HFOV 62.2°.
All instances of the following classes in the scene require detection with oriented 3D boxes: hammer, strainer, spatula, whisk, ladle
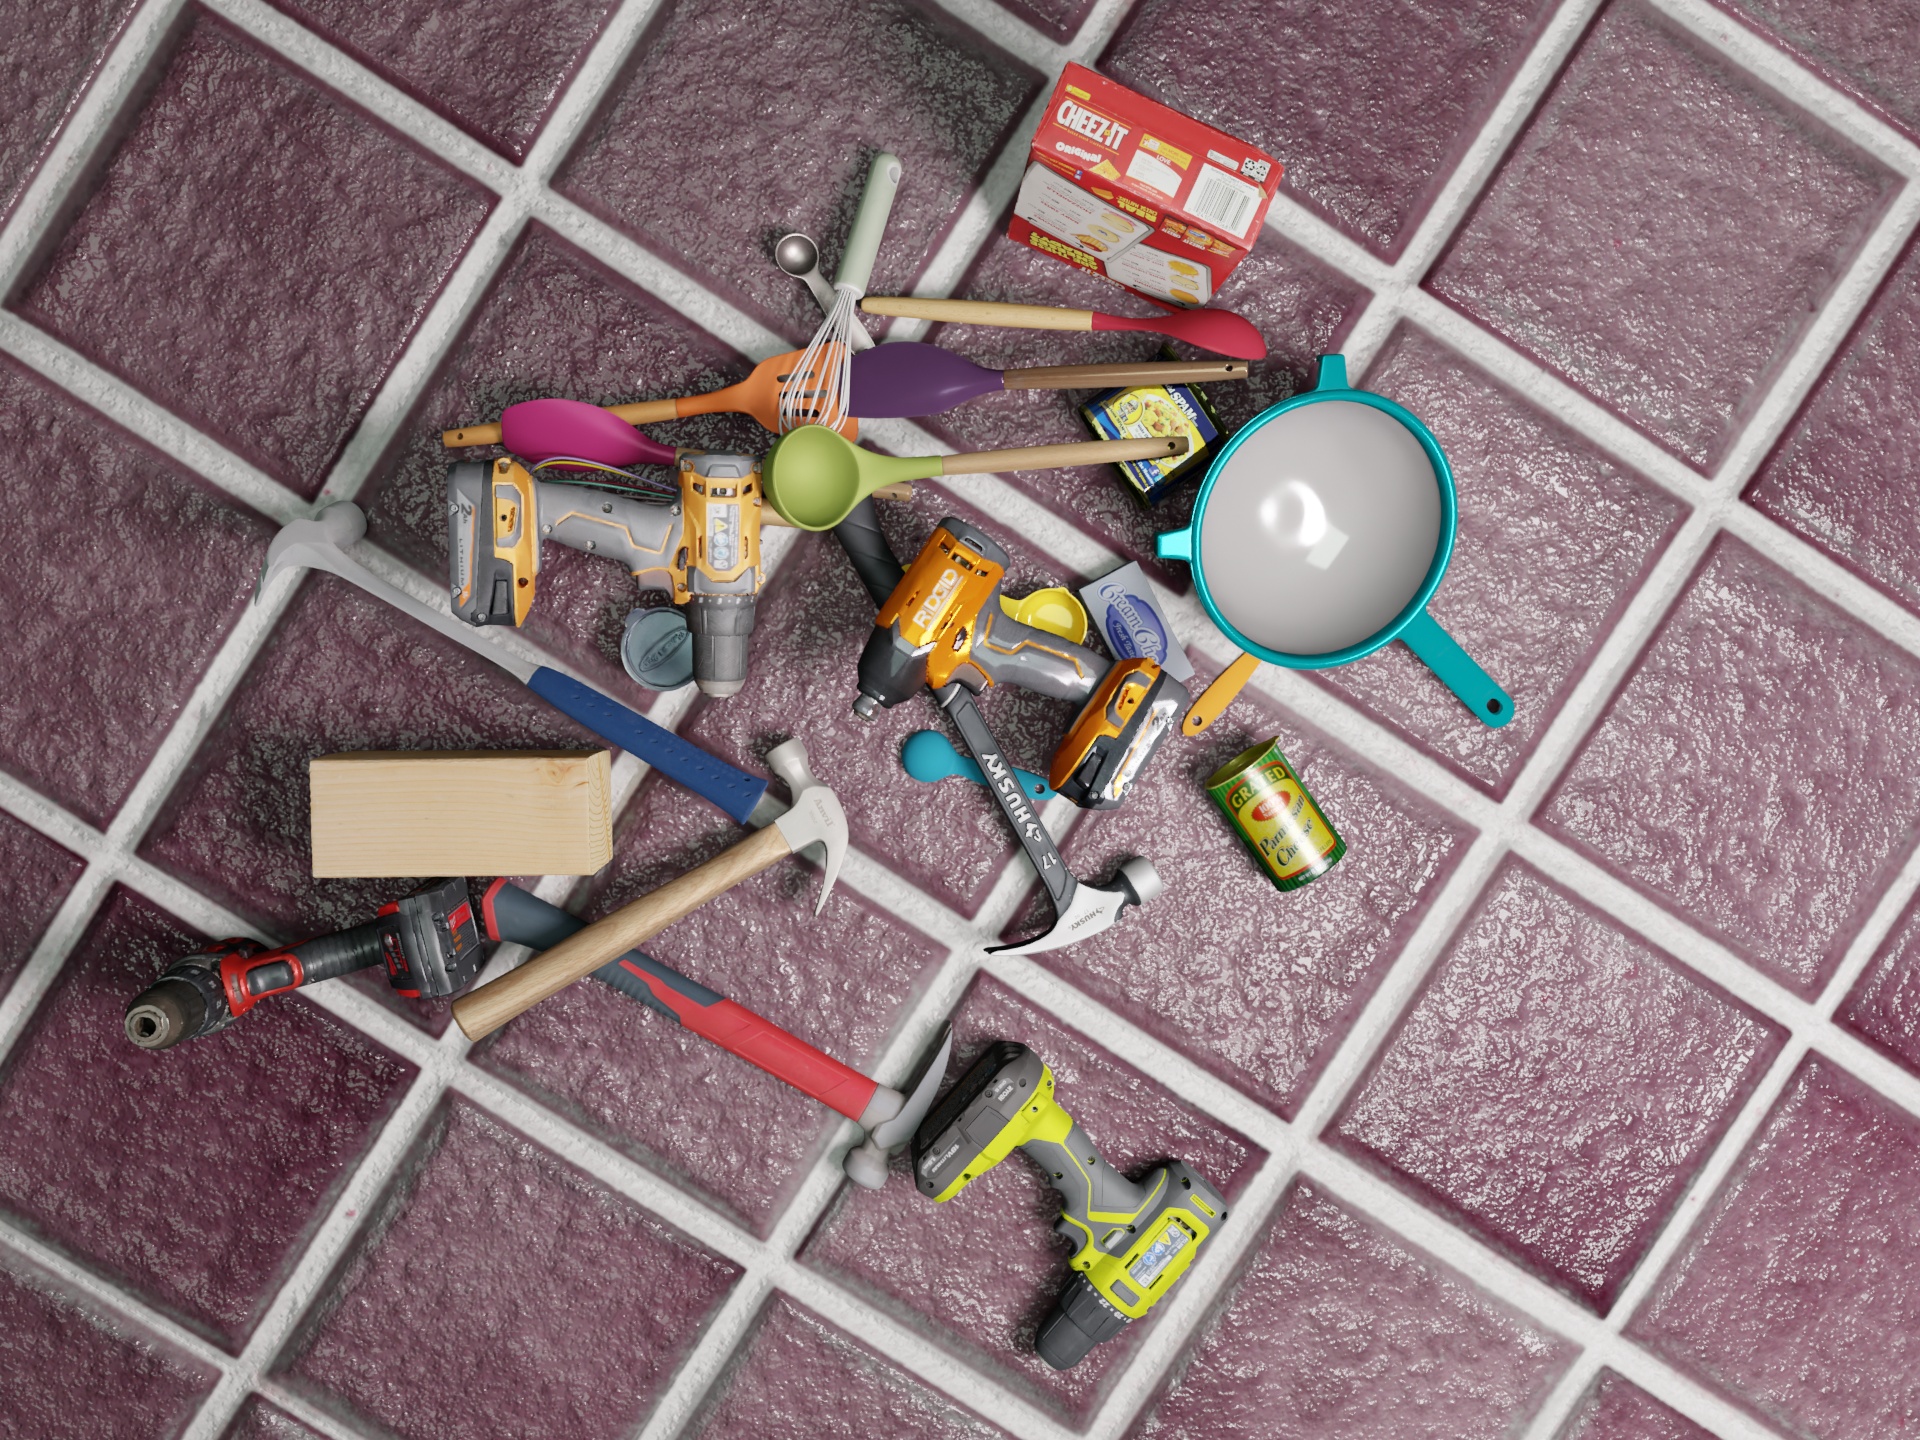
[{"bbox_3d":[-0.196,0.217,1.259,0.386,0.038,0.143,30,91,-3],"label":"hammer"},{"bbox_3d":[0.307,-0.114,1.237,0.340,0.095,0.211,40,96,-22],"label":"strainer"},{"bbox_3d":[0.059,-0.263,1.212,0.316,0.018,0.060,1,90,12],"label":"spatula"},{"bbox_3d":[-0.218,-0.165,1.238,0.245,0.051,0.047,5,59,-6],"label":"whisk"},{"bbox_3d":[-0.243,-0.239,1.243,0.322,0.041,0.081,-7,93,3],"label":"spatula"},{"bbox_3d":[-0.089,-0.322,1.220,0.059,0.057,0.246,11,81,32],"label":"whisk"},{"bbox_3d":[0.076,-0.306,1.213,0.315,0.069,0.031,8,118,12],"label":"ladle"},{"bbox_3d":[0.013,-0.191,1.181,0.320,0.062,0.078,-5,102,-2],"label":"ladle"},{"bbox_3d":[-0.235,0.150,1.226,0.331,0.031,0.130,-30,85,-8],"label":"hammer"},{"bbox_3d":[-0.002,-0.004,1.237,0.149,0.036,0.409,-31,94,-10],"label":"hammer"},{"bbox_3d":[-0.331,-0.036,1.191,0.405,0.144,0.035,30,115,-3],"label":"hammer"}]

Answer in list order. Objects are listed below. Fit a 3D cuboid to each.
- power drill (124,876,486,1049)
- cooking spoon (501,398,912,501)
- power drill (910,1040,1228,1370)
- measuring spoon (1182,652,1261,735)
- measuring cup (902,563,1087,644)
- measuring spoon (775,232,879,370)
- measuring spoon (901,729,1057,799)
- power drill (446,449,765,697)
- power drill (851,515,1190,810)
[{"bbox_3d":[-0.486,0.185,1.179,0.226,0.188,0.080,-13,94,-5],"label":"power drill"},{"bbox_3d":[-0.195,-0.201,1.236,0.319,0.017,0.068,8,136,-6],"label":"cooking spoon"},{"bbox_3d":[0.071,0.384,1.255,0.228,0.080,0.190,42,91,-6],"label":"power drill"},{"bbox_3d":[0.218,-0.032,1.268,0.021,0.011,0.117,42,91,-3],"label":"measuring spoon"},{"bbox_3d":[0.027,-0.093,1.259,0.156,0.029,0.062,21,98,10],"label":"measuring cup"},{"bbox_3d":[-0.102,-0.325,1.247,0.034,0.018,0.124,-38,100,-12],"label":"measuring spoon"},{"bbox_3d":[0.016,0.041,1.261,0.128,0.021,0.042,16,93,-2],"label":"measuring spoon"},{"bbox_3d":[-0.258,-0.108,1.179,0.226,0.084,0.185,-1,102,-13],"label":"power drill"},{"bbox_3d":[0.037,-0.025,1.189,0.226,0.084,0.164,34,85,-4],"label":"power drill"}]
